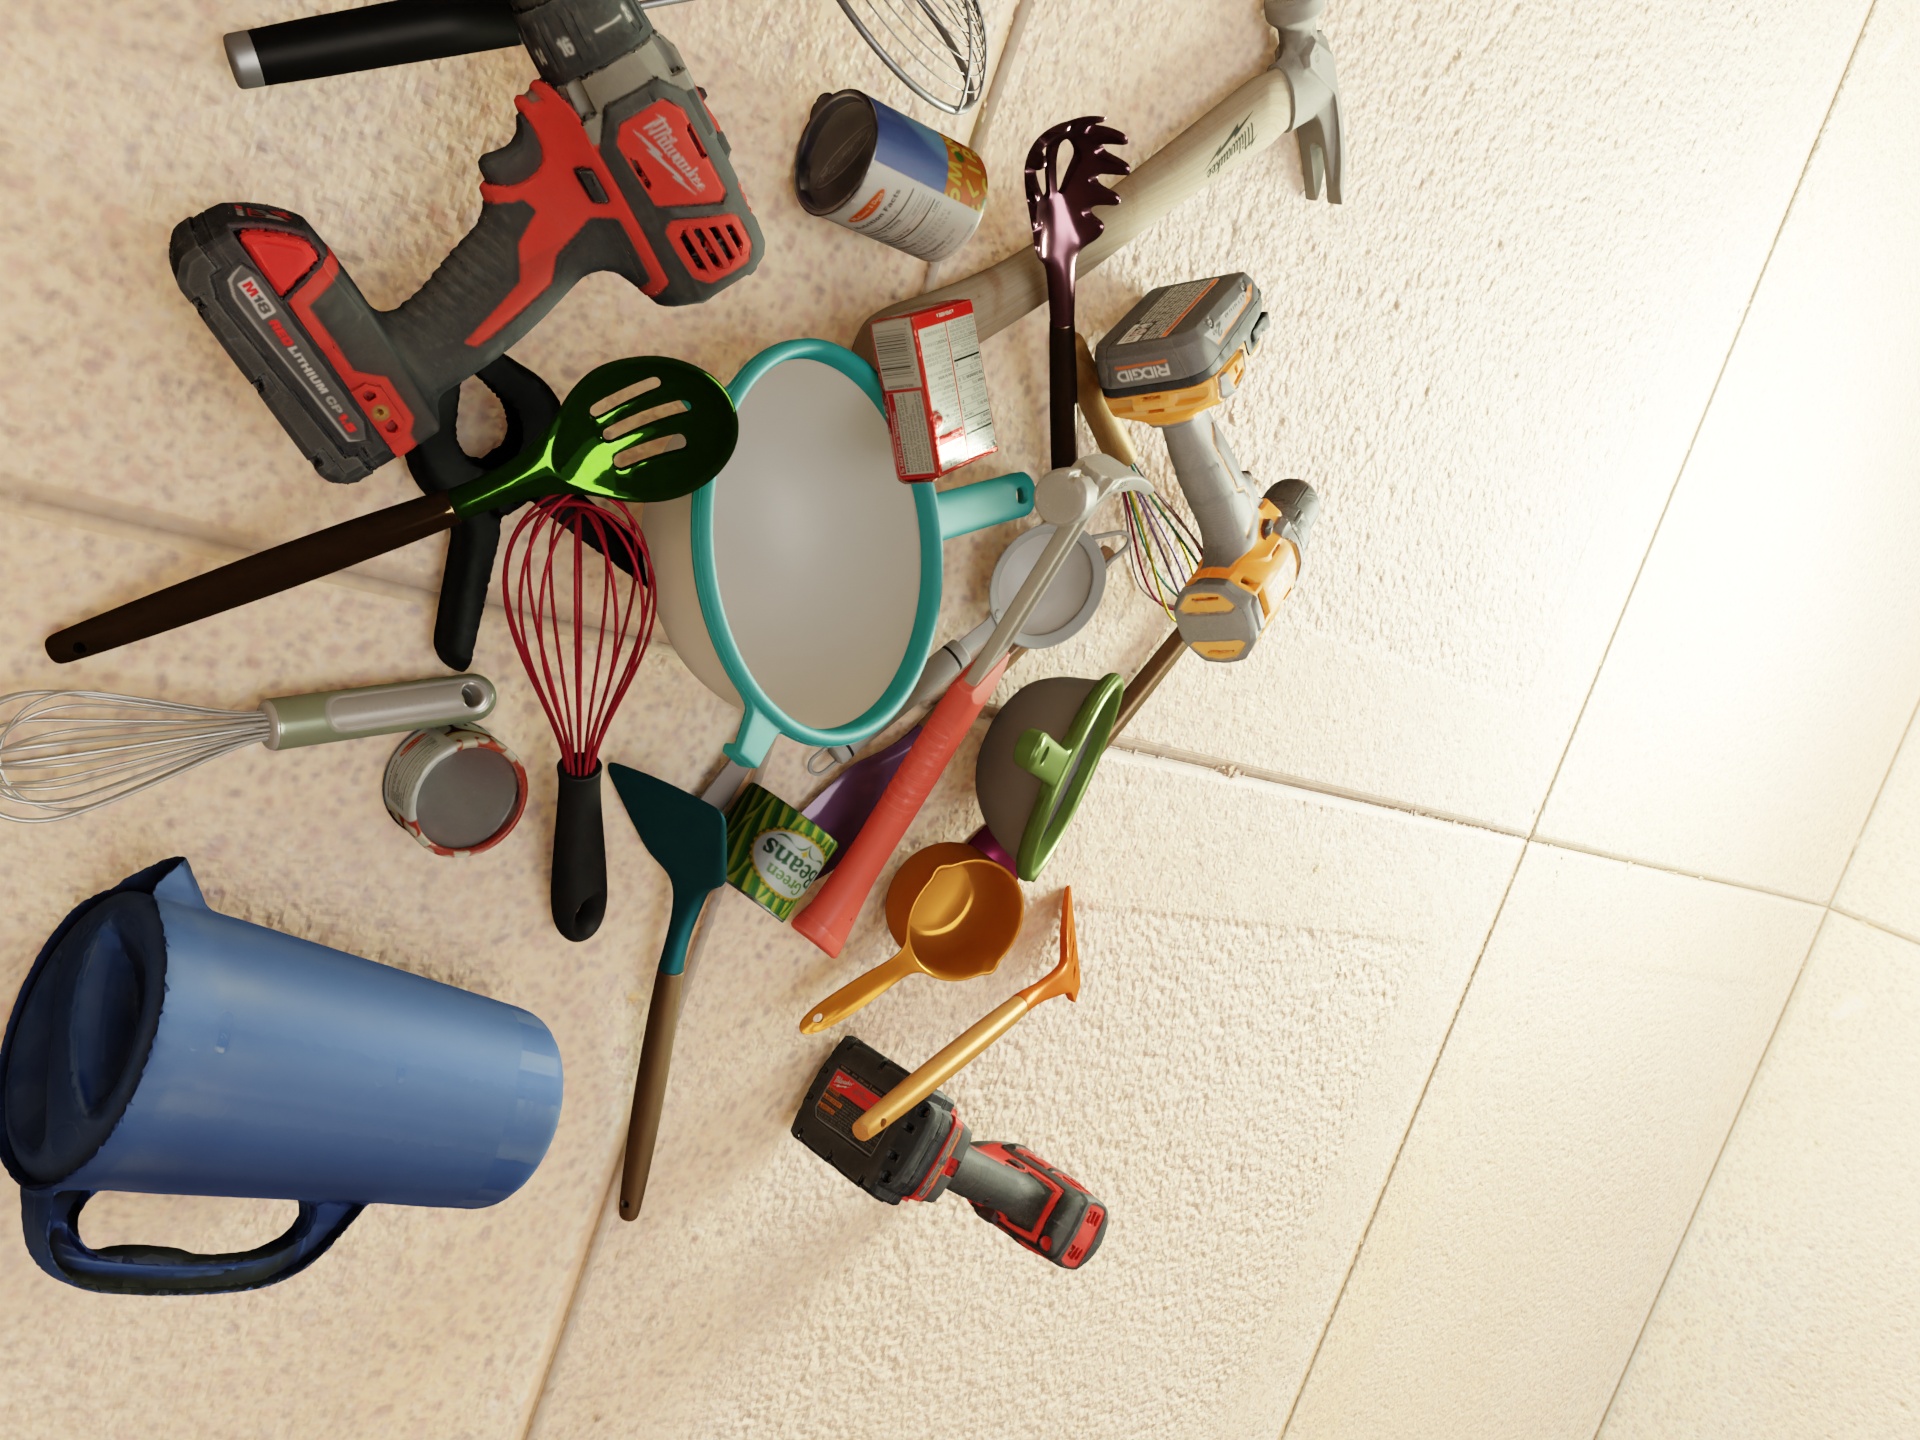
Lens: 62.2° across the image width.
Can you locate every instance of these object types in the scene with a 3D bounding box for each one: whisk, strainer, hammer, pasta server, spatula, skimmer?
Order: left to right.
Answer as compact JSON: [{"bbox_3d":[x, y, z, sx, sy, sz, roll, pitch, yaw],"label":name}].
[{"bbox_3d":[-0.329,0.003,0.739,0.246,0.059,0.058,-11,88,-43],"label":"whisk"},{"bbox_3d":[-0.196,0.009,0.823,0.073,0.073,0.295,-21,137,-34],"label":"whisk"},{"bbox_3d":[-0.149,-0.317,0.747,0.363,0.127,0.090,-20,166,-21],"label":"skimmer"},{"bbox_3d":[-0.184,0.173,0.946,0.044,0.082,0.317,-26,133,-59],"label":"spatula"},{"bbox_3d":[-0.070,-0.107,0.901,0.340,0.095,0.211,-26,112,-57],"label":"strainer"},{"bbox_3d":[-0.005,-0.008,1.045,0.316,0.018,0.059,-45,136,-16],"label":"spatula"},{"bbox_3d":[-0.002,-0.003,0.973,0.359,0.037,0.149,-58,168,19],"label":"hammer"},{"bbox_3d":[0.002,-0.049,1.018,0.258,0.050,0.086,-39,125,-15],"label":"strainer"},{"bbox_3d":[0.019,0.201,1.068,0.322,0.041,0.081,-25,112,-54],"label":"spatula"},{"bbox_3d":[0.039,0.021,1.008,0.151,0.069,0.256,-65,168,-2],"label":"strainer"},{"bbox_3d":[0.066,-0.213,0.960,0.060,0.040,0.316,-22,136,-18],"label":"pasta server"},{"bbox_3d":[0.097,-0.303,0.990,0.410,0.038,0.146,-39,132,-22],"label":"hammer"},{"bbox_3d":[0.117,-0.156,1.072,0.047,0.051,0.244,-42,129,-12],"label":"whisk"}]

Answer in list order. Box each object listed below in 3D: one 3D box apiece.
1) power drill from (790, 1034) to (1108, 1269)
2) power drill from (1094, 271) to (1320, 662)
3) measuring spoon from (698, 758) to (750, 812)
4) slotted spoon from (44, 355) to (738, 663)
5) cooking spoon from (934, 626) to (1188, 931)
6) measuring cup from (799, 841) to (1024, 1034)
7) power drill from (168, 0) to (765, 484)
[{"bbox_3d":[-0.006,0.306,1.112,0.219,0.143,0.078,38,78,-38],"label":"power drill"},{"bbox_3d":[0.179,-0.178,1.060,0.185,0.084,0.226,-51,129,-43],"label":"power drill"},{"bbox_3d":[-0.138,0.027,0.947,0.124,0.018,0.034,-54,141,1],"label":"measuring spoon"},{"bbox_3d":[-0.249,-0.088,0.702,0.314,0.031,0.070,-22,124,-5],"label":"slotted spoon"},{"bbox_3d":[0.089,0.028,1.146,0.319,0.017,0.068,-51,134,-11],"label":"cooking spoon"},{"bbox_3d":[-0.042,0.148,1.063,0.173,0.052,0.095,-33,119,-12],"label":"measuring cup"},{"bbox_3d":[-0.213,-0.226,0.667,0.226,0.080,0.187,-33,124,-9],"label":"power drill"}]
